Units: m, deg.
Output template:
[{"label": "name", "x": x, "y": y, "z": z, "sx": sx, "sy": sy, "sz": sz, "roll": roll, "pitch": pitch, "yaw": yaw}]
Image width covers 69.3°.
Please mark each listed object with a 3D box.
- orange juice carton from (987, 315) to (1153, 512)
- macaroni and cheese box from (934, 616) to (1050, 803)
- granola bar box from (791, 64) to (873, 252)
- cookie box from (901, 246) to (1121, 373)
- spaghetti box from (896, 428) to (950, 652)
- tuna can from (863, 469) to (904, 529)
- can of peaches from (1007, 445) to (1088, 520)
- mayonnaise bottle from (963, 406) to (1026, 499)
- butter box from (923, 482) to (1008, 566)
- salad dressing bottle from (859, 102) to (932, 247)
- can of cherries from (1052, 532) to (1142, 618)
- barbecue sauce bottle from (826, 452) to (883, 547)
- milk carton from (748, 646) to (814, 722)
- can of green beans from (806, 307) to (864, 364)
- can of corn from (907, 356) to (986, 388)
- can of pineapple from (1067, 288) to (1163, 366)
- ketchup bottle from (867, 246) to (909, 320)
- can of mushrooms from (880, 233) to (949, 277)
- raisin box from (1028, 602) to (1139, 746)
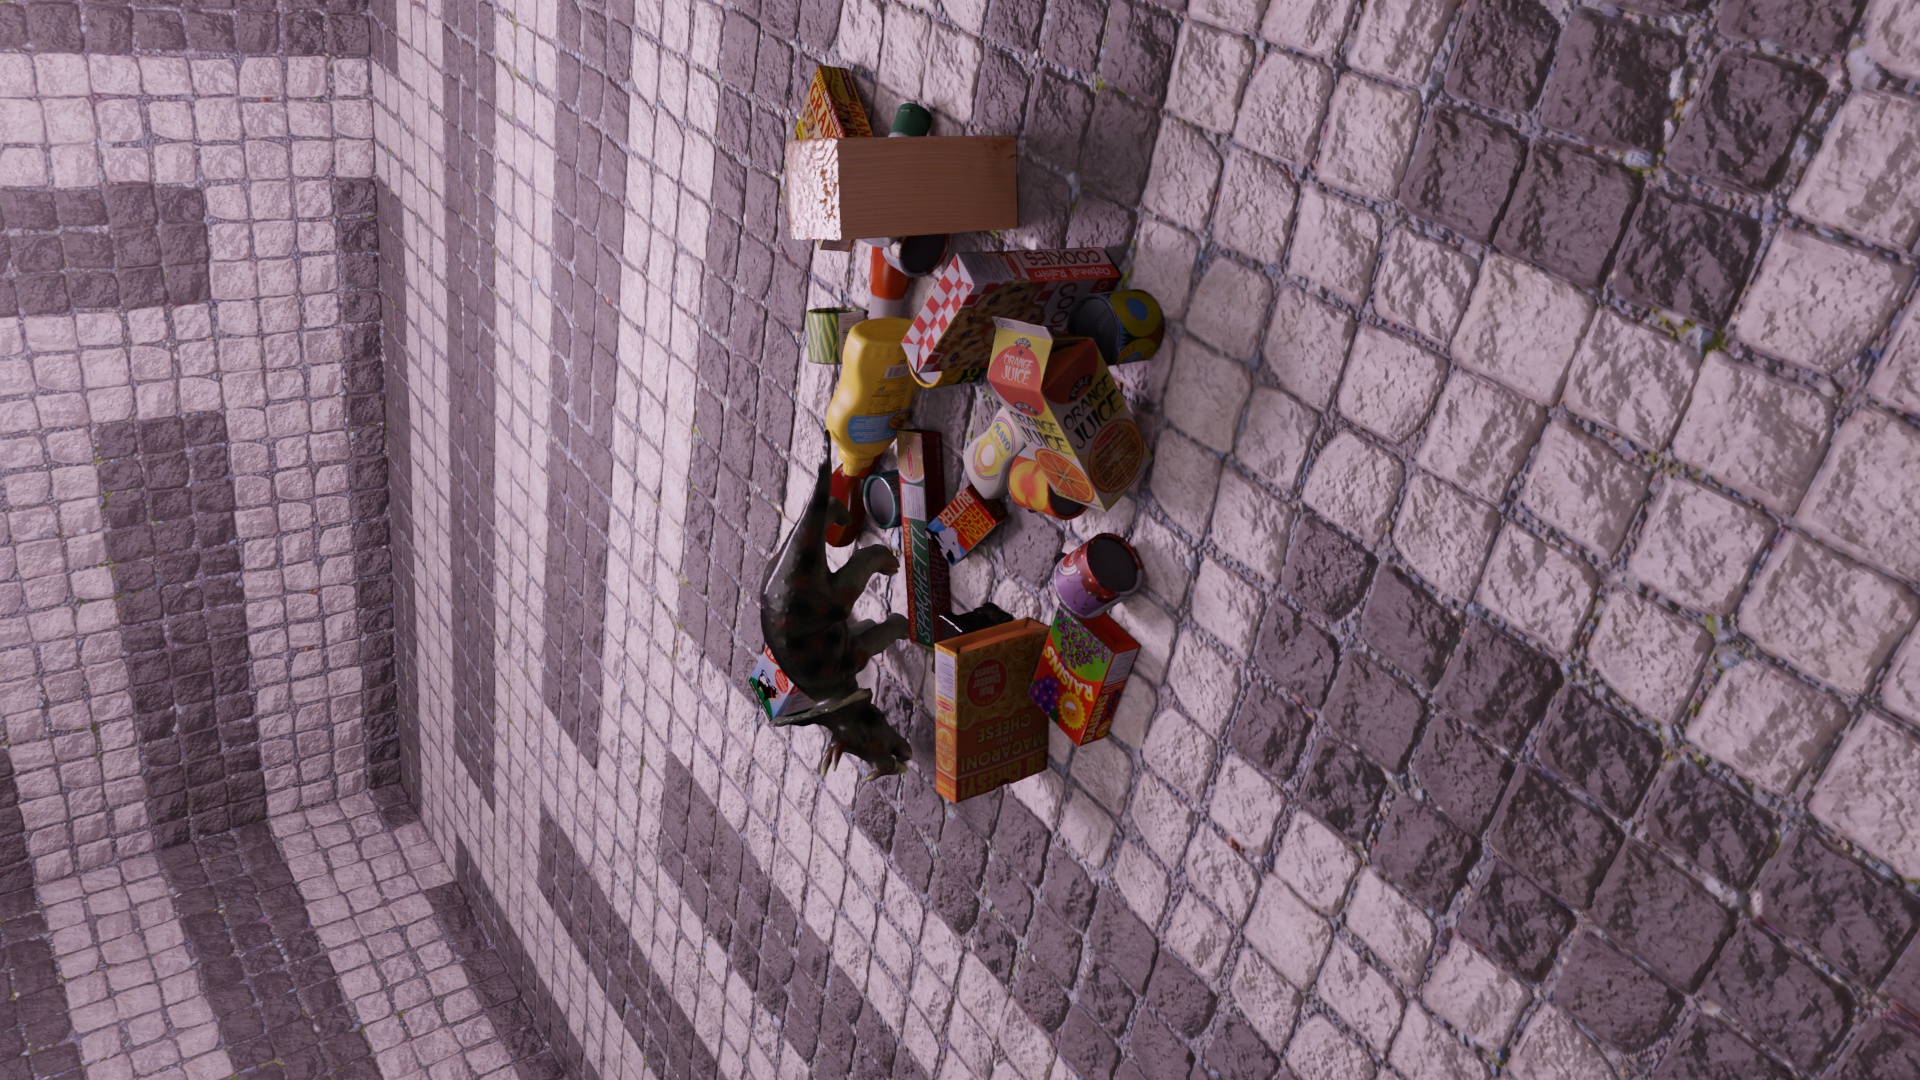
[{"label": "orange juice carton", "x": 0.091, "y": -0.121, "z": 1.225, "sx": 0.072, "sy": 0.073, "sz": 0.192, "roll": 23, "pitch": 154, "yaw": 48}, {"label": "macaroni and cheese box", "x": 0.033, "y": 0.174, "z": 1.430, "sx": 0.040, "sy": 0.124, "sz": 0.165, "roll": 22, "pitch": 118, "yaw": 50}, {"label": "granola bar box", "x": -0.137, "y": -0.416, "z": 1.516, "sx": 0.123, "sy": 0.039, "sz": 0.166, "roll": -59, "pitch": 41, "yaw": 45}, {"label": "cookie box", "x": 0.047, "y": -0.208, "z": 1.257, "sx": 0.122, "sy": 0.168, "sz": 0.040, "roll": -52, "pitch": 57, "yaw": 47}, {"label": "spaghetti box", "x": -0.040, "y": 0.000, "z": 1.555, "sx": 0.050, "sy": 0.029, "sz": 0.249, "roll": 13, "pitch": 111, "yaw": 51}, {"label": "tuna can", "x": -0.080, "y": -0.048, "z": 1.589, "sx": 0.071, "sy": 0.033, "sz": 0.070, "roll": 22, "pitch": 118, "yaw": 49}, {"label": "can of peaches", "x": 0.089, "y": -0.055, "z": 1.334, "sx": 0.058, "sy": 0.071, "sz": 0.071, "roll": 19, "pitch": 116, "yaw": 48}, {"label": "mayonnaise bottle", "x": 0.055, "y": -0.105, "z": 1.385, "sx": 0.065, "sy": 0.041, "sz": 0.147, "roll": 62, "pitch": 142, "yaw": 21}, {"label": "butter box", "x": 0.005, "y": -0.019, "z": 1.481, "sx": 0.053, "sy": 0.024, "sz": 0.103, "roll": 50, "pitch": 140, "yaw": 4}, {"label": "salad dressing bottle", "x": -0.067, "y": -0.371, "z": 1.408, "sx": 0.064, "sy": 0.044, "sz": 0.148, "roll": 11, "pitch": 74, "yaw": 26}, {"label": "can of cherries", "x": 0.127, "y": 0.031, "z": 1.306, "sx": 0.058, "sy": 0.072, "sz": 0.071, "roll": -39, "pitch": 70, "yaw": 51}, {"label": "barbecue sauce bottle", "x": -0.131, "y": -0.061, "z": 1.646, "sx": 0.065, "sy": 0.044, "sz": 0.147, "roll": 55, "pitch": 138, "yaw": 27}, {"label": "milk carton", "x": -0.200, "y": 0.150, "z": 1.777, "sx": 0.072, "sy": 0.074, "sz": 0.189, "roll": 59, "pitch": 140, "yaw": 23}, {"label": "can of green beans", "x": -0.142, "y": -0.234, "z": 1.587, "sx": 0.071, "sy": 0.071, "sz": 0.057, "roll": 19, "pitch": 115, "yaw": 49}, {"label": "can of corn", "x": -0.013, "y": -0.190, "z": 1.435, "sx": 0.071, "sy": 0.058, "sz": 0.071, "roll": 21, "pitch": 117, "yaw": 49}, {"label": "can of pineapple", "x": 0.138, "y": -0.187, "z": 1.233, "sx": 0.071, "sy": 0.058, "sz": 0.070, "roll": 21, "pitch": 118, "yaw": 49}, {"label": "ketchup bottle", "x": -0.075, "y": -0.300, "z": 1.492, "sx": 0.065, "sy": 0.043, "sz": 0.148, "roll": -116, "pitch": 30, "yaw": -58}, {"label": "can of mushrooms", "x": -0.045, "y": -0.309, "z": 1.436, "sx": 0.033, "sy": 0.071, "sz": 0.070, "roll": 40, "pitch": 130, "yaw": 39}, {"label": "raisin box", "x": 0.120, "y": 0.129, "z": 1.372, "sx": 0.086, "sy": 0.040, "sz": 0.122, "roll": 43, "pitch": 131, "yaw": 36}]
